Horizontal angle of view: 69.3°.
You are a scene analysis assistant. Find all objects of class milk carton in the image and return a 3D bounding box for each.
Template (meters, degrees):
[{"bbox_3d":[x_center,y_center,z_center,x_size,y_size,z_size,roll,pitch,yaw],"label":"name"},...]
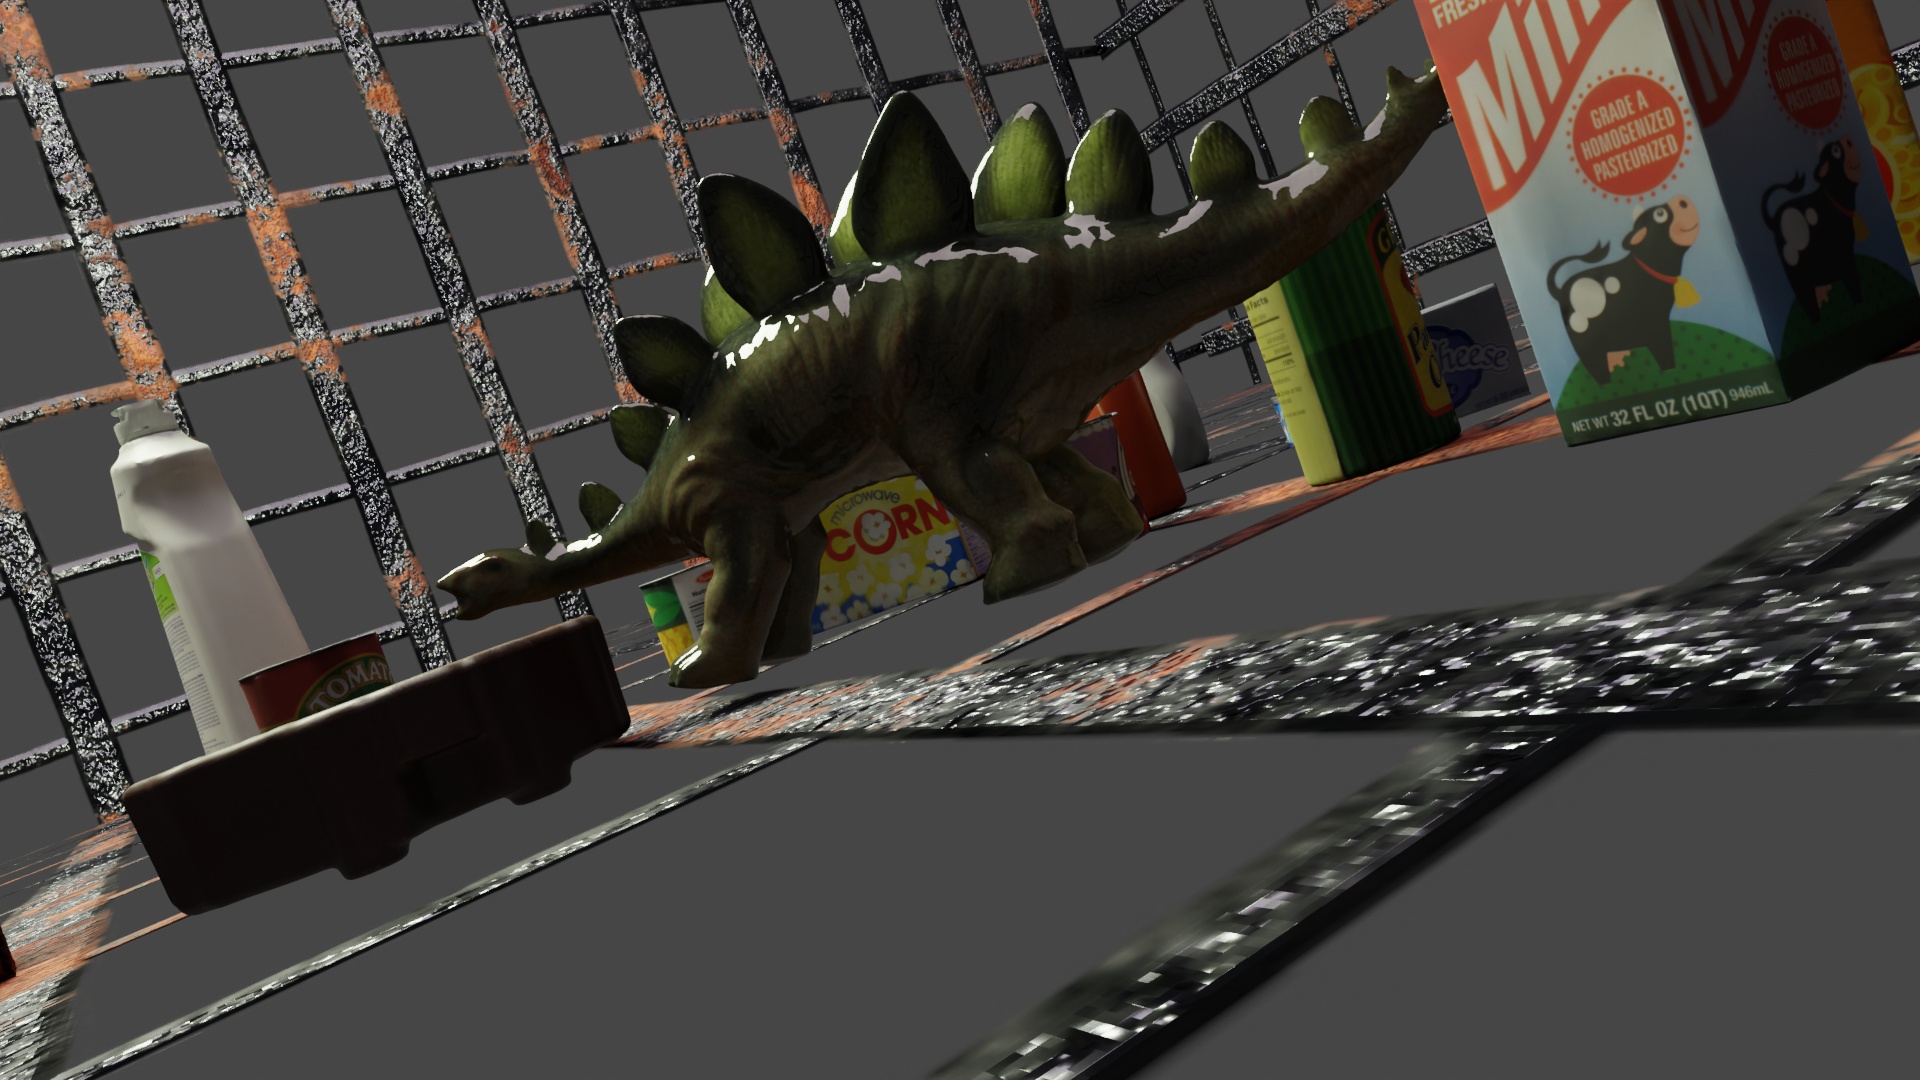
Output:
[{"bbox_3d":[0.192,-0.131,0.393,0.074,0.190,0.072,-21,3,-27],"label":"milk carton"}]

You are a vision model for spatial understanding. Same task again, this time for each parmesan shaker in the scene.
[{"bbox_3d":[0.159,-0.082,0.576,0.071,0.103,0.071,-20,2,1],"label":"parmesan shaker"}]

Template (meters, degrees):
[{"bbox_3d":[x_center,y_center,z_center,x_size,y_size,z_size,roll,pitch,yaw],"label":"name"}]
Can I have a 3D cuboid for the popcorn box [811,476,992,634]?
[{"bbox_3d":[-0.056,-0.002,0.749,0.126,0.085,0.038,-19,3,19],"label":"popcorn box"}]

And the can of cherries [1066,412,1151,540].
[{"bbox_3d":[0.051,-0.022,0.643,0.071,0.058,0.071,-20,3,1],"label":"can of cherries"}]

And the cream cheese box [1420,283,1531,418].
[{"bbox_3d":[0.202,-0.074,0.633,0.104,0.053,0.024,-20,2,-2],"label":"cream cheese box"}]

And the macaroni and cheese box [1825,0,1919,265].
[{"bbox_3d":[0.338,-0.183,0.609,0.123,0.166,0.040,-19,3,30],"label":"macaroni and cheese box"}]

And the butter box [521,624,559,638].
[{"bbox_3d":[-0.288,0.094,0.863,0.104,0.053,0.024,-21,2,-16],"label":"butter box"}]

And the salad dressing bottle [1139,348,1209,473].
[{"bbox_3d":[0.134,-0.119,1.006,0.044,0.147,0.064,-21,3,-23],"label":"salad dressing bottle"}]

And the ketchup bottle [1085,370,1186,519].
[{"bbox_3d":[0.070,-0.081,0.720,0.043,0.148,0.064,-21,2,-12],"label":"ketchup bottle"}]

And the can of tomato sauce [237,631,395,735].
[{"bbox_3d":[-0.310,0.095,0.694,0.071,0.083,0.071,-20,3,1],"label":"can of tomato sauce"}]

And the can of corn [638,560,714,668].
[{"bbox_3d":[-0.153,0.043,0.841,0.071,0.058,0.071,-20,3,1],"label":"can of corn"}]
